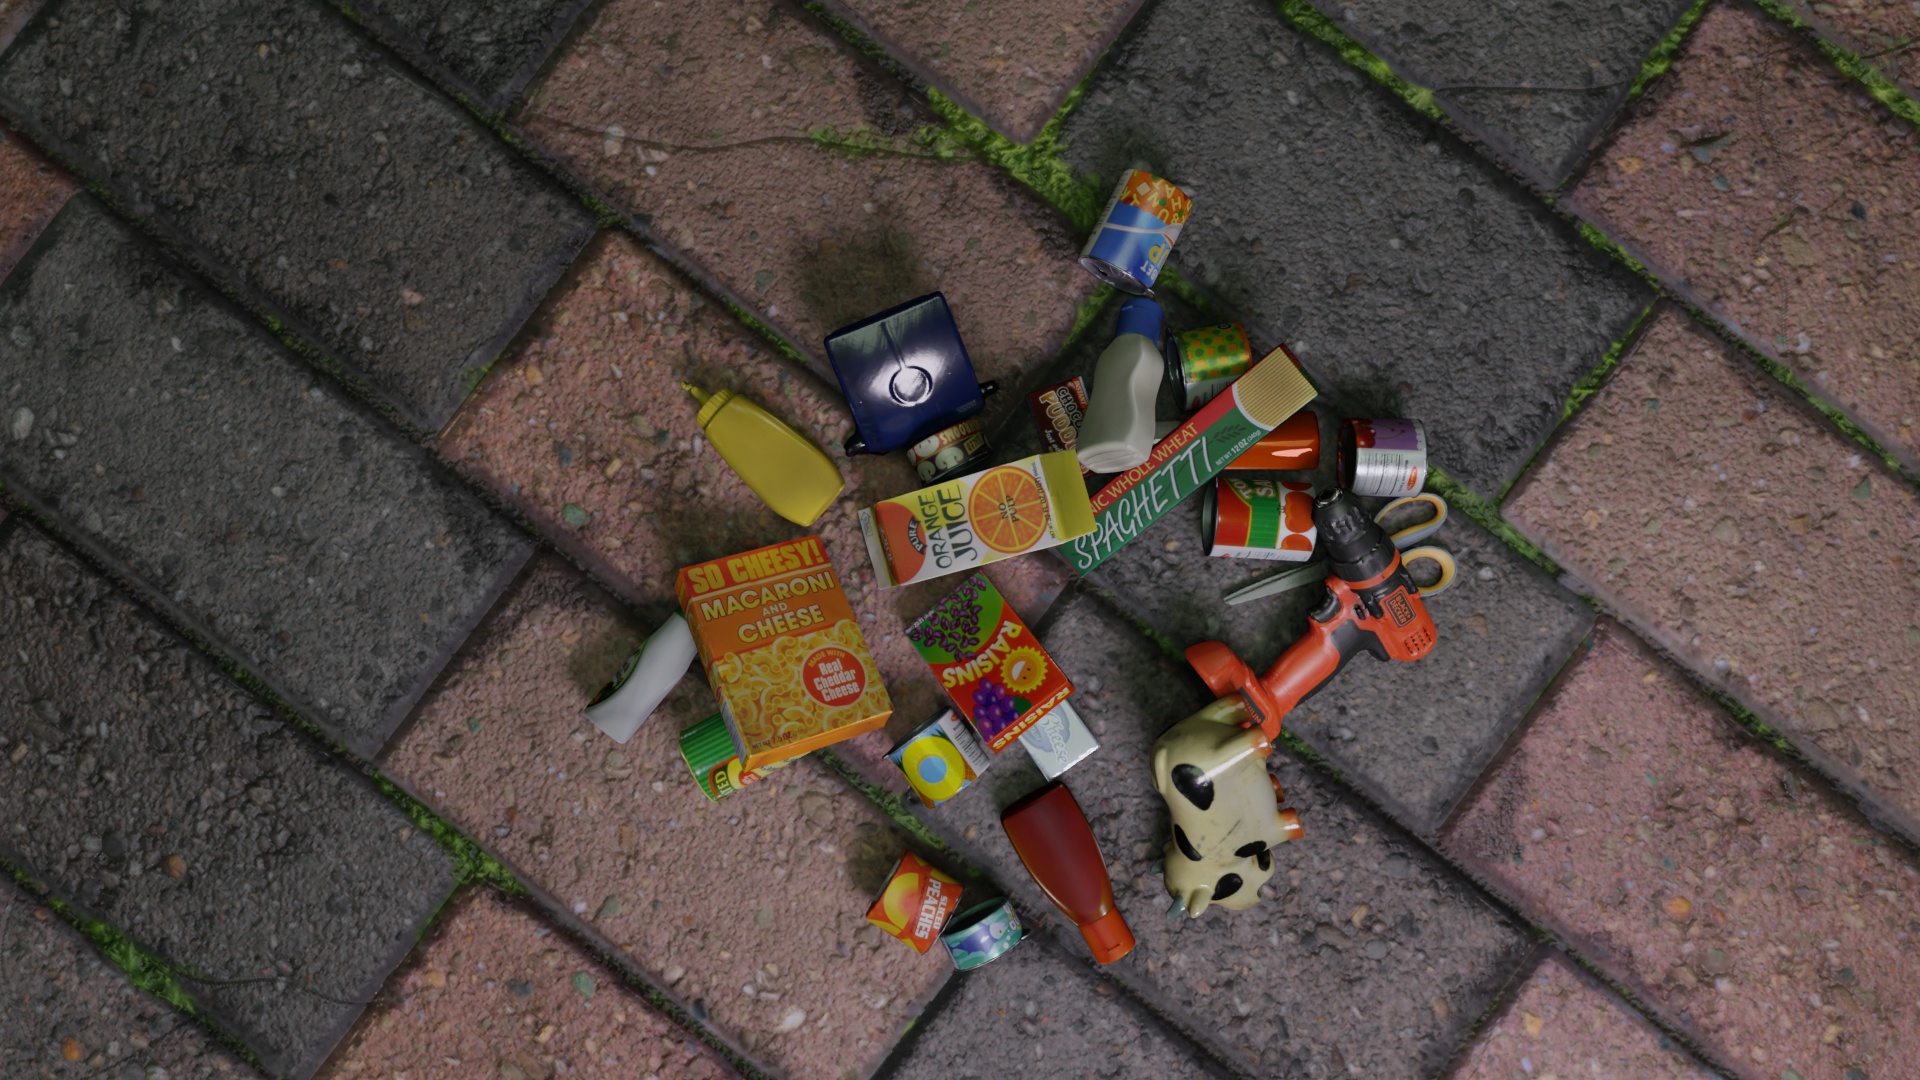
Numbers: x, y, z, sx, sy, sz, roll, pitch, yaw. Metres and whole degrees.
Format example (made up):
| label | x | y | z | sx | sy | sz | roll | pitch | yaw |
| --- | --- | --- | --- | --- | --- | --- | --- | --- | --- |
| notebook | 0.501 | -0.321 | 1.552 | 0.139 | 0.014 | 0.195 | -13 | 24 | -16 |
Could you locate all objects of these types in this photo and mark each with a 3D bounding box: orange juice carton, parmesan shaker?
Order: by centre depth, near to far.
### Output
| label | x | y | z | sx | sy | sz | roll | pitch | yaw |
| --- | --- | --- | --- | --- | --- | --- | --- | --- | --- |
| orange juice carton | 0.004 | -0.014 | 1.125 | 0.192 | 0.073 | 0.072 | -15 | 90 | 27 |
| parmesan shaker | -0.171 | 0.161 | 1.142 | 0.103 | 0.071 | 0.071 | -28 | 89 | 0 |

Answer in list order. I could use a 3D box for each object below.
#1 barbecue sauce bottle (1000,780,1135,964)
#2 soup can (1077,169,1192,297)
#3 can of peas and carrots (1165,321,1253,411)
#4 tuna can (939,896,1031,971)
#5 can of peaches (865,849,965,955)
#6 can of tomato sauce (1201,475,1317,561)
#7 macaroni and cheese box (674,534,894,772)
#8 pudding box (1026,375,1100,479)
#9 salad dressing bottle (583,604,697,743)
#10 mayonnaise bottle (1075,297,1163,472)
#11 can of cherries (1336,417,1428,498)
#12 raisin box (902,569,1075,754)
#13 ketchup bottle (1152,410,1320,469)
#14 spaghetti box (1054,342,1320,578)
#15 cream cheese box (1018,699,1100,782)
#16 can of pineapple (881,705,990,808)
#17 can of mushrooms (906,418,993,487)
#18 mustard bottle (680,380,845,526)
| label | x | y | z | sx | sy | sz | roll | pitch | yaw |
| --- | --- | --- | --- | --- | --- | --- | --- | --- | --- |
| barbecue sauce bottle | 0.094 | 0.278 | 1.153 | 0.065 | 0.043 | 0.148 | -29 | 90 | 0 |
| soup can | 0.148 | -0.254 | 1.152 | 0.071 | 0.071 | 0.084 | 28 | 89 | 1 |
| can of peas and carrots | 0.206 | -0.147 | 1.151 | 0.059 | 0.071 | 0.071 | -10 | 89 | -1 |
| tuna can | 0.019 | 0.321 | 1.140 | 0.071 | 0.071 | 0.033 | -27 | 89 | 0 |
| can of peaches | -0.037 | 0.296 | 1.139 | 0.058 | 0.071 | 0.071 | 33 | 89 | 2 |
| can of tomato sauce | 0.246 | -0.019 | 1.147 | 0.083 | 0.071 | 0.071 | 3 | 89 | 0 |
| macaroni and cheese box | -0.143 | 0.087 | 1.111 | 0.124 | 0.040 | 0.167 | -15 | 66 | -26 |
| pudding box | 0.091 | -0.091 | 1.167 | 0.050 | 0.030 | 0.083 | -18 | 89 | -1 |
| salad dressing bottle | -0.247 | 0.098 | 1.152 | 0.044 | 0.064 | 0.148 | 42 | 81 | -12 |
| mayonnaise bottle | 0.137 | -0.129 | 1.137 | 0.041 | 0.064 | 0.148 | 33 | 60 | -35 |
| can of cherries | 0.348 | -0.070 | 1.151 | 0.058 | 0.071 | 0.071 | 1 | 89 | 1 |
| raisin box | 0.023 | 0.099 | 1.138 | 0.086 | 0.040 | 0.124 | -38 | 65 | -1 |
| ketchup bottle | 0.220 | -0.083 | 1.153 | 0.149 | 0.065 | 0.043 | 0 | 117 | 9 |
| spaghetti box | 0.176 | -0.061 | 1.124 | 0.249 | 0.029 | 0.050 | -40 | 89 | 21 |
| cream cheese box | 0.065 | 0.146 | 1.165 | 0.053 | 0.024 | 0.104 | -37 | 89 | -1 |
| can of pineapple | -0.019 | 0.180 | 1.144 | 0.071 | 0.071 | 0.058 | -37 | 89 | 0 |
| can of mushrooms | -0.008 | -0.073 | 1.147 | 0.071 | 0.071 | 0.033 | -26 | 88 | 0 |
| mustard bottle | -0.170 | -0.082 | 1.158 | 0.160 | 0.049 | 0.065 | 42 | 89 | 2 |
